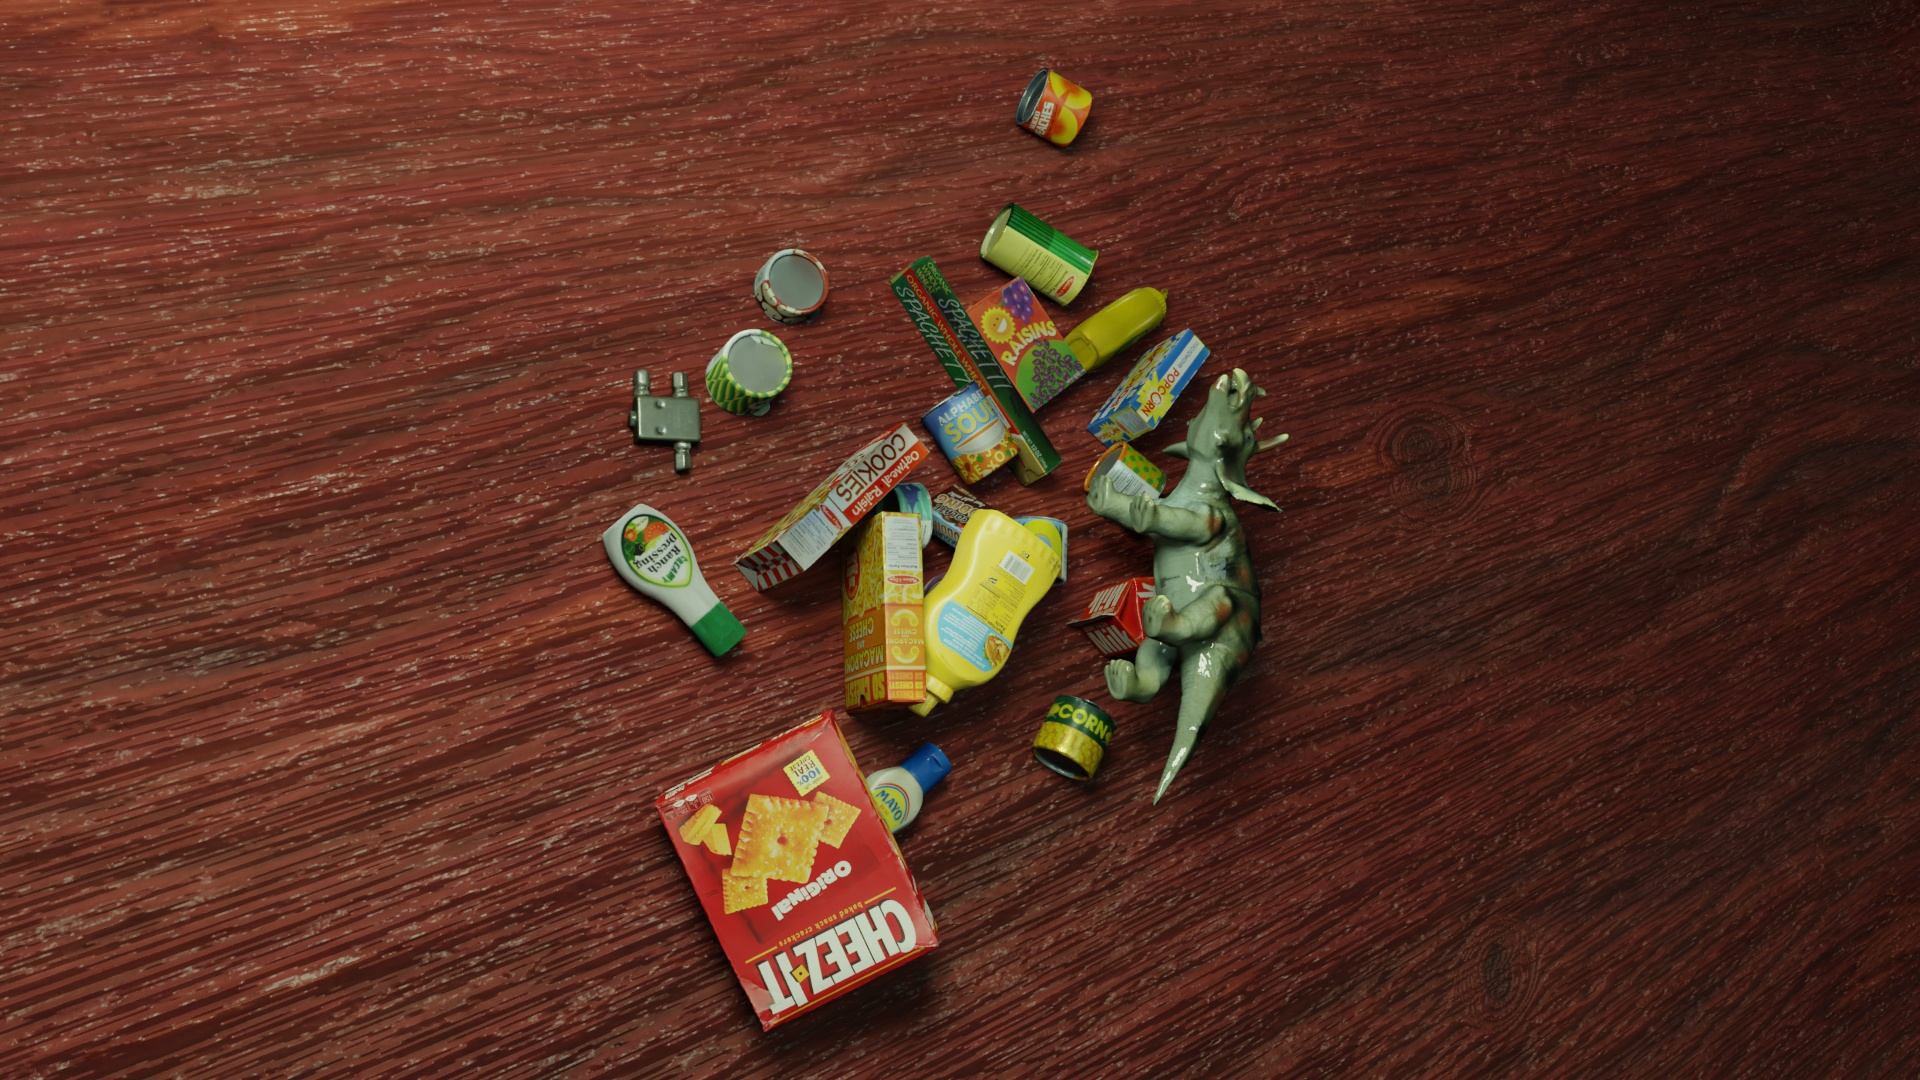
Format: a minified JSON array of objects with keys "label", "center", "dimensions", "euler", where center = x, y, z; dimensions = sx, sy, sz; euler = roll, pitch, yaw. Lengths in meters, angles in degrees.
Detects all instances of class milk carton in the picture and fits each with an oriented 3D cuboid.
[{"label":"milk carton","center":[0.207,0.077,1.416],"dimensions":[0.191,0.072,0.073],"euler":[-1,78,-27]}]

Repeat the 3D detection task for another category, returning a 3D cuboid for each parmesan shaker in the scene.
[{"label":"parmesan shaker","center":[0.081,-0.300,1.443],"dimensions":[0.103,0.071,0.071],"euler":[28,67,-18]}]

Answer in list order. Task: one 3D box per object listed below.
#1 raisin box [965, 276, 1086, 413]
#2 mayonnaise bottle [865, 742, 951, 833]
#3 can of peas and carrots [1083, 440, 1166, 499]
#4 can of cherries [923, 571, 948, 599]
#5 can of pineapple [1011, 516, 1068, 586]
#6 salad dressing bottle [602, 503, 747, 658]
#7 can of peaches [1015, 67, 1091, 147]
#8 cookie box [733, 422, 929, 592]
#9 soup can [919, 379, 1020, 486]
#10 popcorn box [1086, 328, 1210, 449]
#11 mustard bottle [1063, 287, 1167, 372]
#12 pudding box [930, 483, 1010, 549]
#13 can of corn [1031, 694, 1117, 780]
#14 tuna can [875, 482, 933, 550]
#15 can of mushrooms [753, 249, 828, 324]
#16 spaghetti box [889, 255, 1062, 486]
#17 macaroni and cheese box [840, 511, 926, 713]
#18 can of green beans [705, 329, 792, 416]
[{"label":"raisin box","center":[0.059,-0.197,1.426],"dimensions":[0.086,0.040,0.123],"euler":[-38,95,-27]},{"label":"mayonnaise bottle","center":[-0.072,0.241,1.256],"dimensions":[0.149,0.041,0.064],"euler":[-38,95,-28]},{"label":"can of peas and carrots","center":[0.170,-0.061,1.436],"dimensions":[0.058,0.070,0.071],"euler":[37,65,-14]},{"label":"can of cherries","center":[0.000,0.060,1.325],"dimensions":[0.071,0.058,0.071],"euler":[6,75,-26]},{"label":"can of pineapple","center":[0.070,0.012,1.368],"dimensions":[0.071,0.071,0.058],"euler":[9,75,-25]},{"label":"salad dressing bottle","center":[-0.248,0.037,1.215],"dimensions":[0.064,0.044,0.147],"euler":[-44,99,-26]},{"label":"can of peaches","center":[0.100,-0.463,1.494],"dimensions":[0.058,0.071,0.071],"euler":[22,69,-21]},{"label":"cookie box","center":[-0.117,-0.030,1.251],"dimensions":[0.040,0.122,0.168],"euler":[50,62,-9]},{"label":"soup can","center":[0.011,-0.106,1.362],"dimensions":[0.071,0.071,0.083],"euler":[-38,96,-28]},{"label":"popcorn box","center":[0.198,-0.159,1.460],"dimensions":[0.038,0.085,0.127],"euler":[45,63,-12]},{"label":"mustard bottle","center":[0.176,-0.233,1.480],"dimensions":[0.161,0.065,0.049],"euler":[-36,91,-32]},{"label":"pudding box","center":[0.005,-0.017,1.334],"dimensions":[0.050,0.084,0.030],"euler":[-32,136,-28]},{"label":"can of corn","center":[0.110,0.190,1.342],"dimensions":[0.071,0.071,0.058],"euler":[36,66,-15]},{"label":"tuna can","center":[-0.055,-0.024,1.315],"dimensions":[0.033,0.071,0.071],"euler":[-2,79,-26]},{"label":"can of mushrooms","center":[-0.160,-0.242,1.331],"dimensions":[0.071,0.033,0.071],"euler":[7,74,-25]},{"label":"spaghetti box","center":[0.015,-0.170,1.392],"dimensions":[0.029,0.050,0.250],"euler":[-36,95,-30]},{"label":"macaroni and cheese box","center":[-0.072,0.068,1.250],"dimensions":[0.040,0.123,0.166],"euler":[3,77,-22]},{"label":"can of green beans","center":[-0.195,-0.155,1.279],"dimensions":[0.071,0.057,0.071],"euler":[6,76,-25]}]
